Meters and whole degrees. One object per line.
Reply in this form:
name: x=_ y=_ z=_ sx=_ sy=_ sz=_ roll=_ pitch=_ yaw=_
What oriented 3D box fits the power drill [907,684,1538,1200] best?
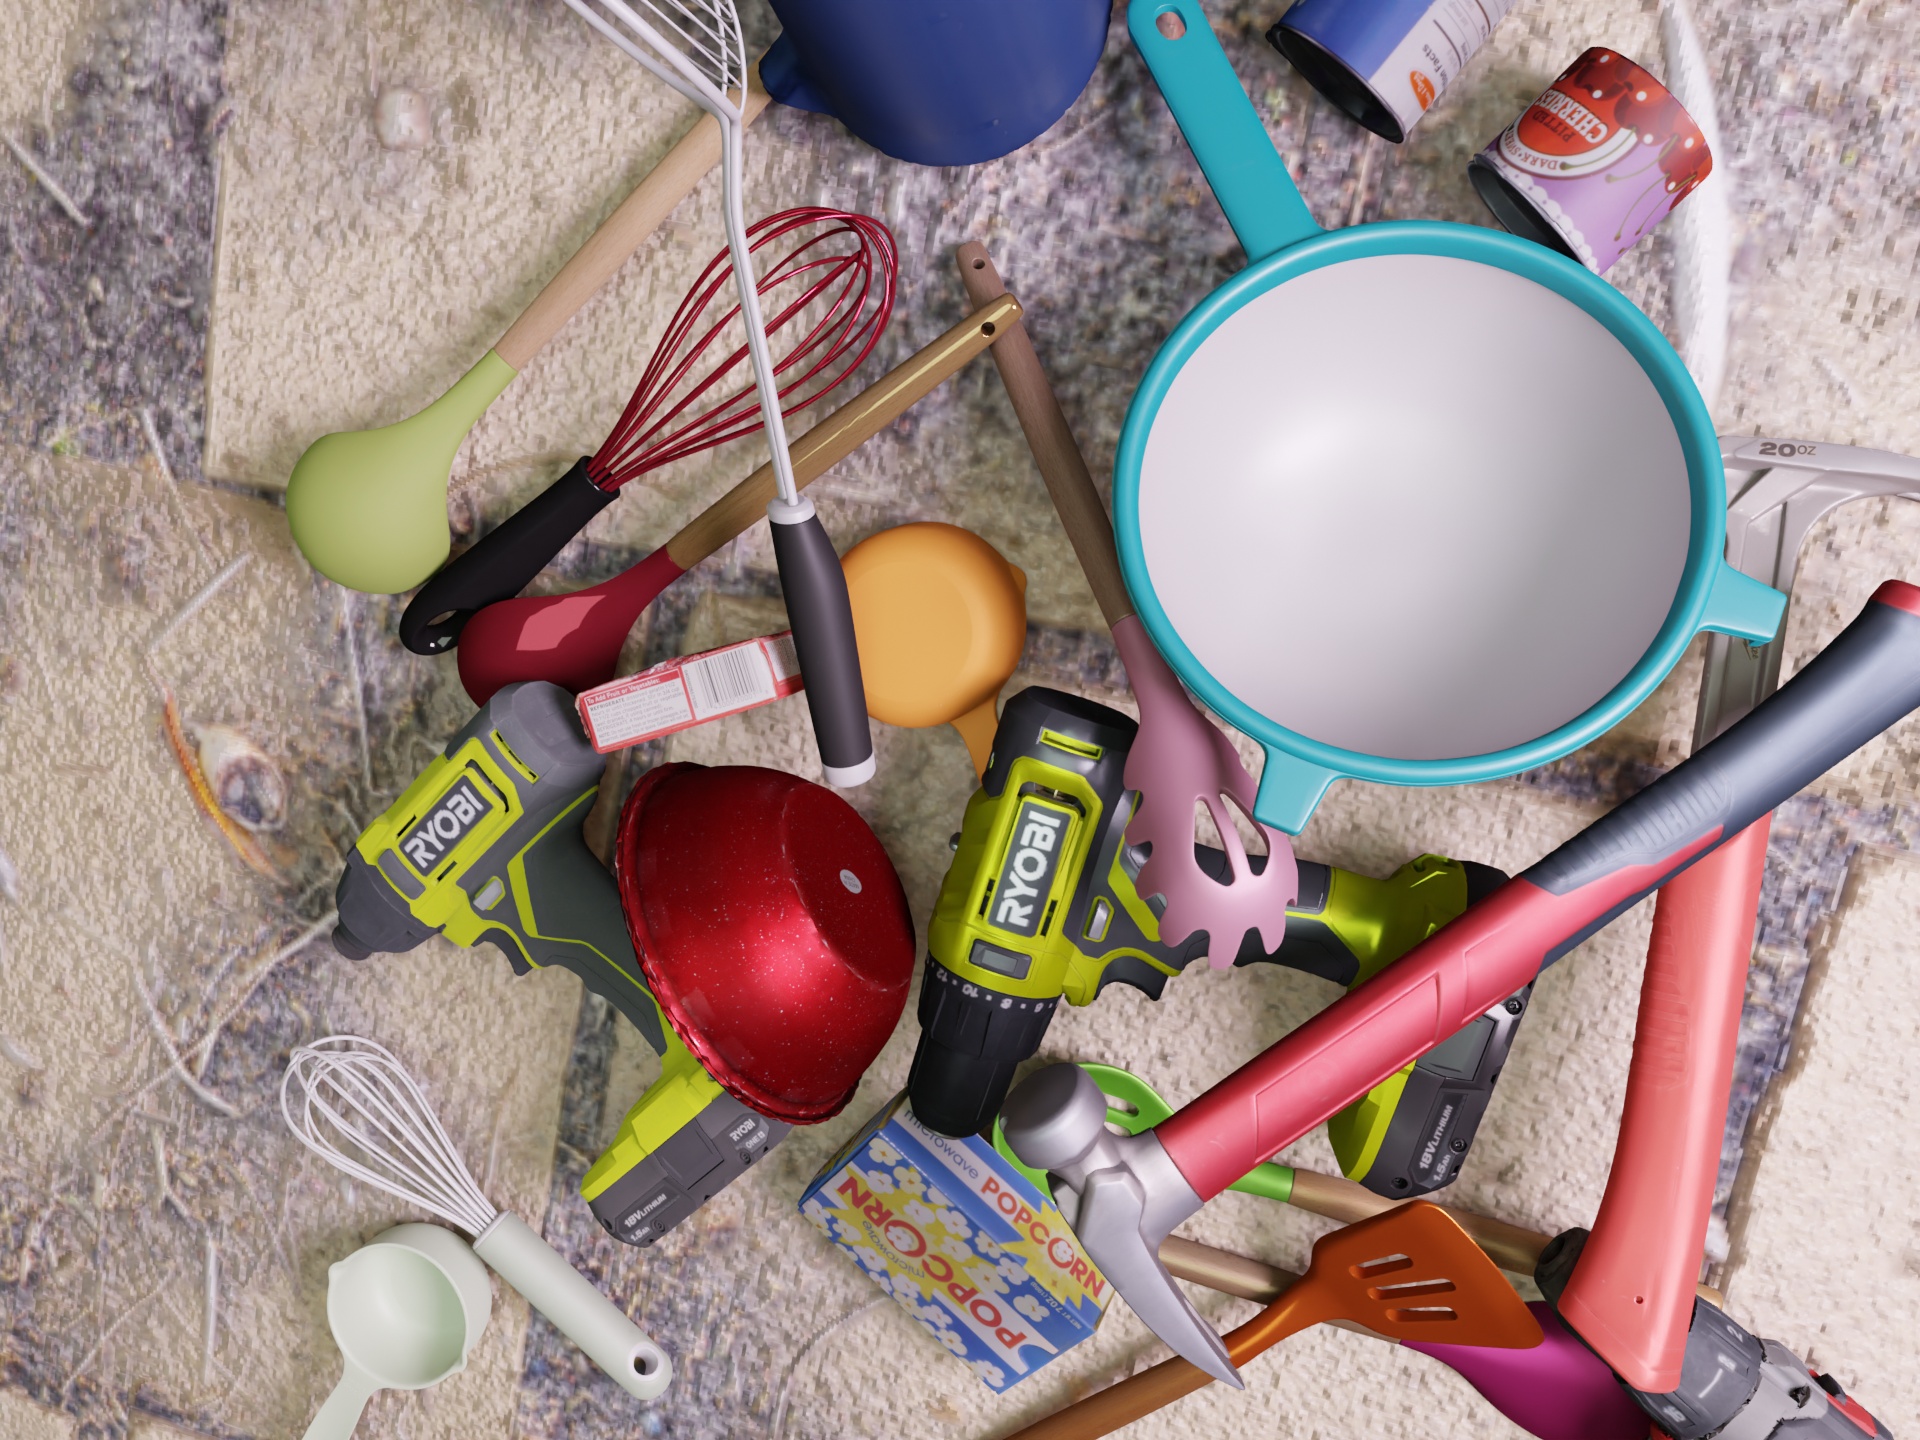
power drill: x=0.097 y=0.108 z=0.651 sx=0.228 sy=0.080 sz=0.190 roll=18 pitch=101 yaw=3

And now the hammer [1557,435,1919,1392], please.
hammer: x=0.293 y=0.072 z=0.605 sx=0.149 sy=0.036 sz=0.359 roll=9 pitch=88 yaw=11

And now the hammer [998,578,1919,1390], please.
hammer: x=0.209 y=0.086 z=0.572 sx=0.386 sy=0.038 sz=0.143 roll=-35 pitch=108 yaw=1

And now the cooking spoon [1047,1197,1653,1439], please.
cooking spoon: x=0.169 y=0.260 z=0.702 sx=0.319 sy=0.017 sz=0.068 roll=15 pitch=101 yaw=8

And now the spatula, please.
spatula: x=0.092 y=0.294 z=0.695 sx=0.322 sy=0.041 sz=0.081 roll=-36 pitch=99 yaw=22

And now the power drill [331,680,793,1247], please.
power drill: x=-0.174 y=0.115 z=0.716 sx=0.171 sy=0.080 sz=0.223 roll=-42 pitch=89 yaw=23

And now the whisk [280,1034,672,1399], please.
whisk: x=-0.235 y=0.243 z=0.776 sx=0.246 sy=0.058 sz=0.059 roll=43 pitch=139 yaw=0

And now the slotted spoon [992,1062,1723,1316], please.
slotted spoon: x=0.168 y=0.211 z=0.691 sx=0.314 sy=0.031 sz=0.070 roll=14 pitch=99 yaw=8

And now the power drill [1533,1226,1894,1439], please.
power drill: x=0.263 y=0.337 z=0.651 sx=0.188 sy=0.080 sz=0.226 roll=40 pitch=102 yaw=7

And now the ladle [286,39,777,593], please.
ladle: x=-0.181 y=-0.179 z=0.704 sx=0.078 sy=0.062 sz=0.320 roll=44 pitch=98 yaw=-12

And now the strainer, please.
strainer: x=0.141 y=-0.128 z=0.617 sx=0.211 sy=0.095 sz=0.341 roll=-23 pitch=74 yaw=1

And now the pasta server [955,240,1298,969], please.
pasta server: x=0.055 y=-0.057 z=0.621 sx=0.060 sy=0.040 sz=0.316 roll=-16 pitch=69 yaw=-11

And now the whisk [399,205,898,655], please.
whisk: x=-0.144 y=-0.118 z=0.692 sx=0.296 sy=0.073 sz=0.073 roll=-37 pitch=90 yaw=19

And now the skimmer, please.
skimmer: x=-0.102 y=-0.127 z=0.579 sx=0.090 sy=0.127 sz=0.363 roll=-17 pitch=118 yaw=-12

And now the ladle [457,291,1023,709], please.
ladle: x=-0.102 y=-0.085 z=0.685 sx=0.315 sy=0.031 sz=0.069 roll=-33 pitch=115 yaw=19

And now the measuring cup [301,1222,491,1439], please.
measuring cup: x=-0.293 y=0.324 z=0.801 sx=0.083 sy=0.038 sz=0.167 roll=34 pitch=106 yaw=5

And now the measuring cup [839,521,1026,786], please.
measuring cup: x=-0.001 y=-0.002 z=0.680 sx=0.095 sy=0.052 sz=0.173 roll=-25 pitch=91 yaw=14
